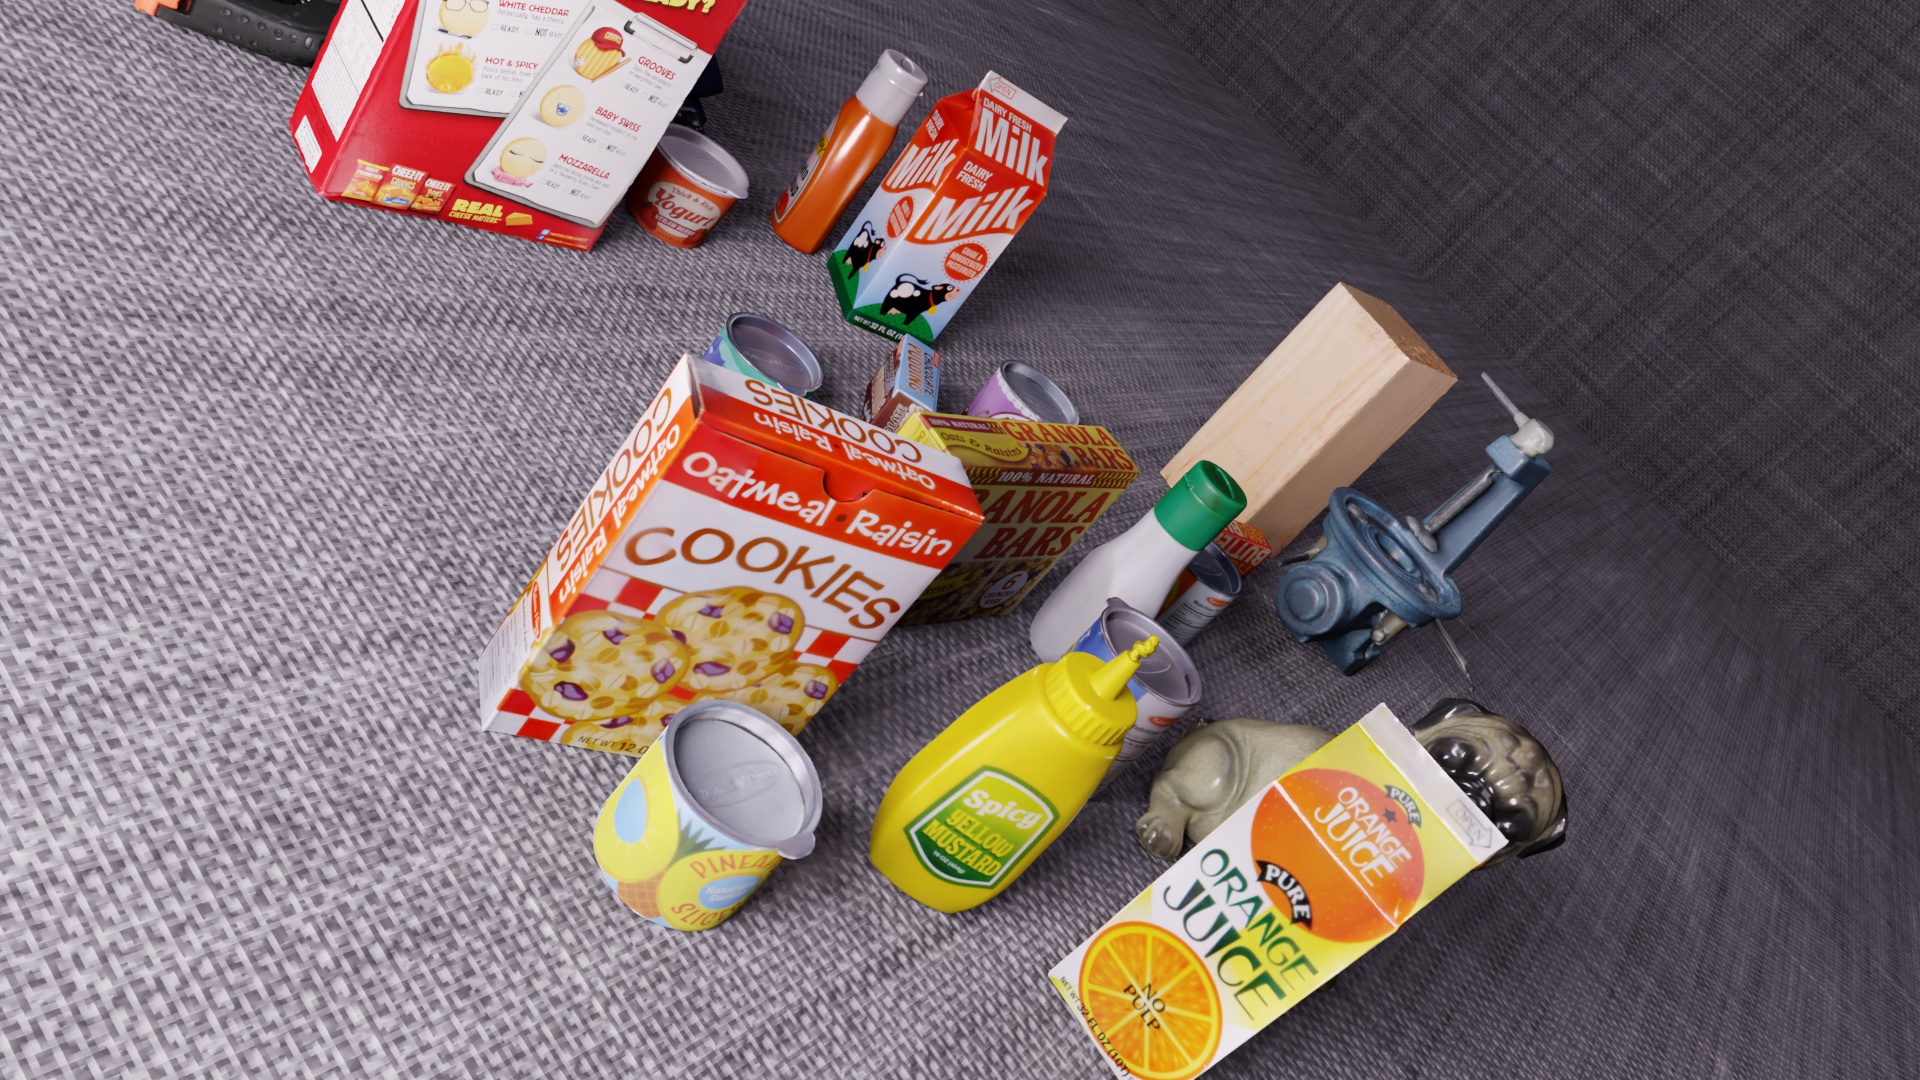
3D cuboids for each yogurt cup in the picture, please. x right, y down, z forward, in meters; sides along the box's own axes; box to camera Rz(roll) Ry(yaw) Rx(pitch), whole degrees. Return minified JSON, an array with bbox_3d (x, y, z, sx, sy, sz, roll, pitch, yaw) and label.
[{"bbox_3d":[-0.177,-0.225,0.888,0.072,0.053,0.073,30,29,-19],"label":"yogurt cup"}]

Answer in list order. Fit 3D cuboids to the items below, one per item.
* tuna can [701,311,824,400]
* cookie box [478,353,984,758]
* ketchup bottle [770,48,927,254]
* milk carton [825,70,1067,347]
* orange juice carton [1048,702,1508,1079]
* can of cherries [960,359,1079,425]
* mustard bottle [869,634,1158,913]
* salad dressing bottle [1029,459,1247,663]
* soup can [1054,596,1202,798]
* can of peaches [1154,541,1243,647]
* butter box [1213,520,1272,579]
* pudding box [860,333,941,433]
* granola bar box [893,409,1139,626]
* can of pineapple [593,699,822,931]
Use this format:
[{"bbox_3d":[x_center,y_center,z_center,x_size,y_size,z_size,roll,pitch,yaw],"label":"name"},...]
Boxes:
[{"bbox_3d":[-0.114,-0.097,0.806,0.071,0.032,0.071,30,30,-19],"label":"tuna can"},{"bbox_3d":[-0.089,0.020,0.527,0.123,0.166,0.040,19,35,-36],"label":"cookie box"},{"bbox_3d":[-0.078,-0.275,0.982,0.043,0.148,0.065,30,30,-20],"label":"ketchup bottle"},{"bbox_3d":[-0.009,-0.230,0.960,0.072,0.189,0.074,20,34,-35],"label":"milk carton"},{"bbox_3d":[0.133,0.153,0.584,0.073,0.192,0.072,-5,52,-54],"label":"orange juice carton"},{"bbox_3d":[0.037,-0.078,0.939,0.071,0.058,0.072,30,29,-19],"label":"can of cherries"},{"bbox_3d":[0.026,0.091,0.576,0.065,0.159,0.049,35,28,-12],"label":"mustard bottle"},{"bbox_3d":[0.100,0.017,0.786,0.044,0.147,0.064,26,31,-27],"label":"salad dressing bottle"},{"bbox_3d":[0.073,0.083,0.726,0.071,0.083,0.072,31,29,-19],"label":"soup can"},{"bbox_3d":[0.142,0.028,0.918,0.071,0.057,0.071,30,29,-19],"label":"can of peaches"},{"bbox_3d":[0.170,0.005,0.992,0.103,0.053,0.024,18,36,-37],"label":"butter box"},{"bbox_3d":[-0.038,-0.089,0.871,0.030,0.049,0.084,32,29,-17],"label":"pudding box"},{"bbox_3d":[0.003,-0.009,0.728,0.166,0.123,0.039,-1,49,-52],"label":"granola bar box"},{"bbox_3d":[-0.094,0.104,0.517,0.071,0.057,0.071,30,29,-19],"label":"can of pineapple"}]
